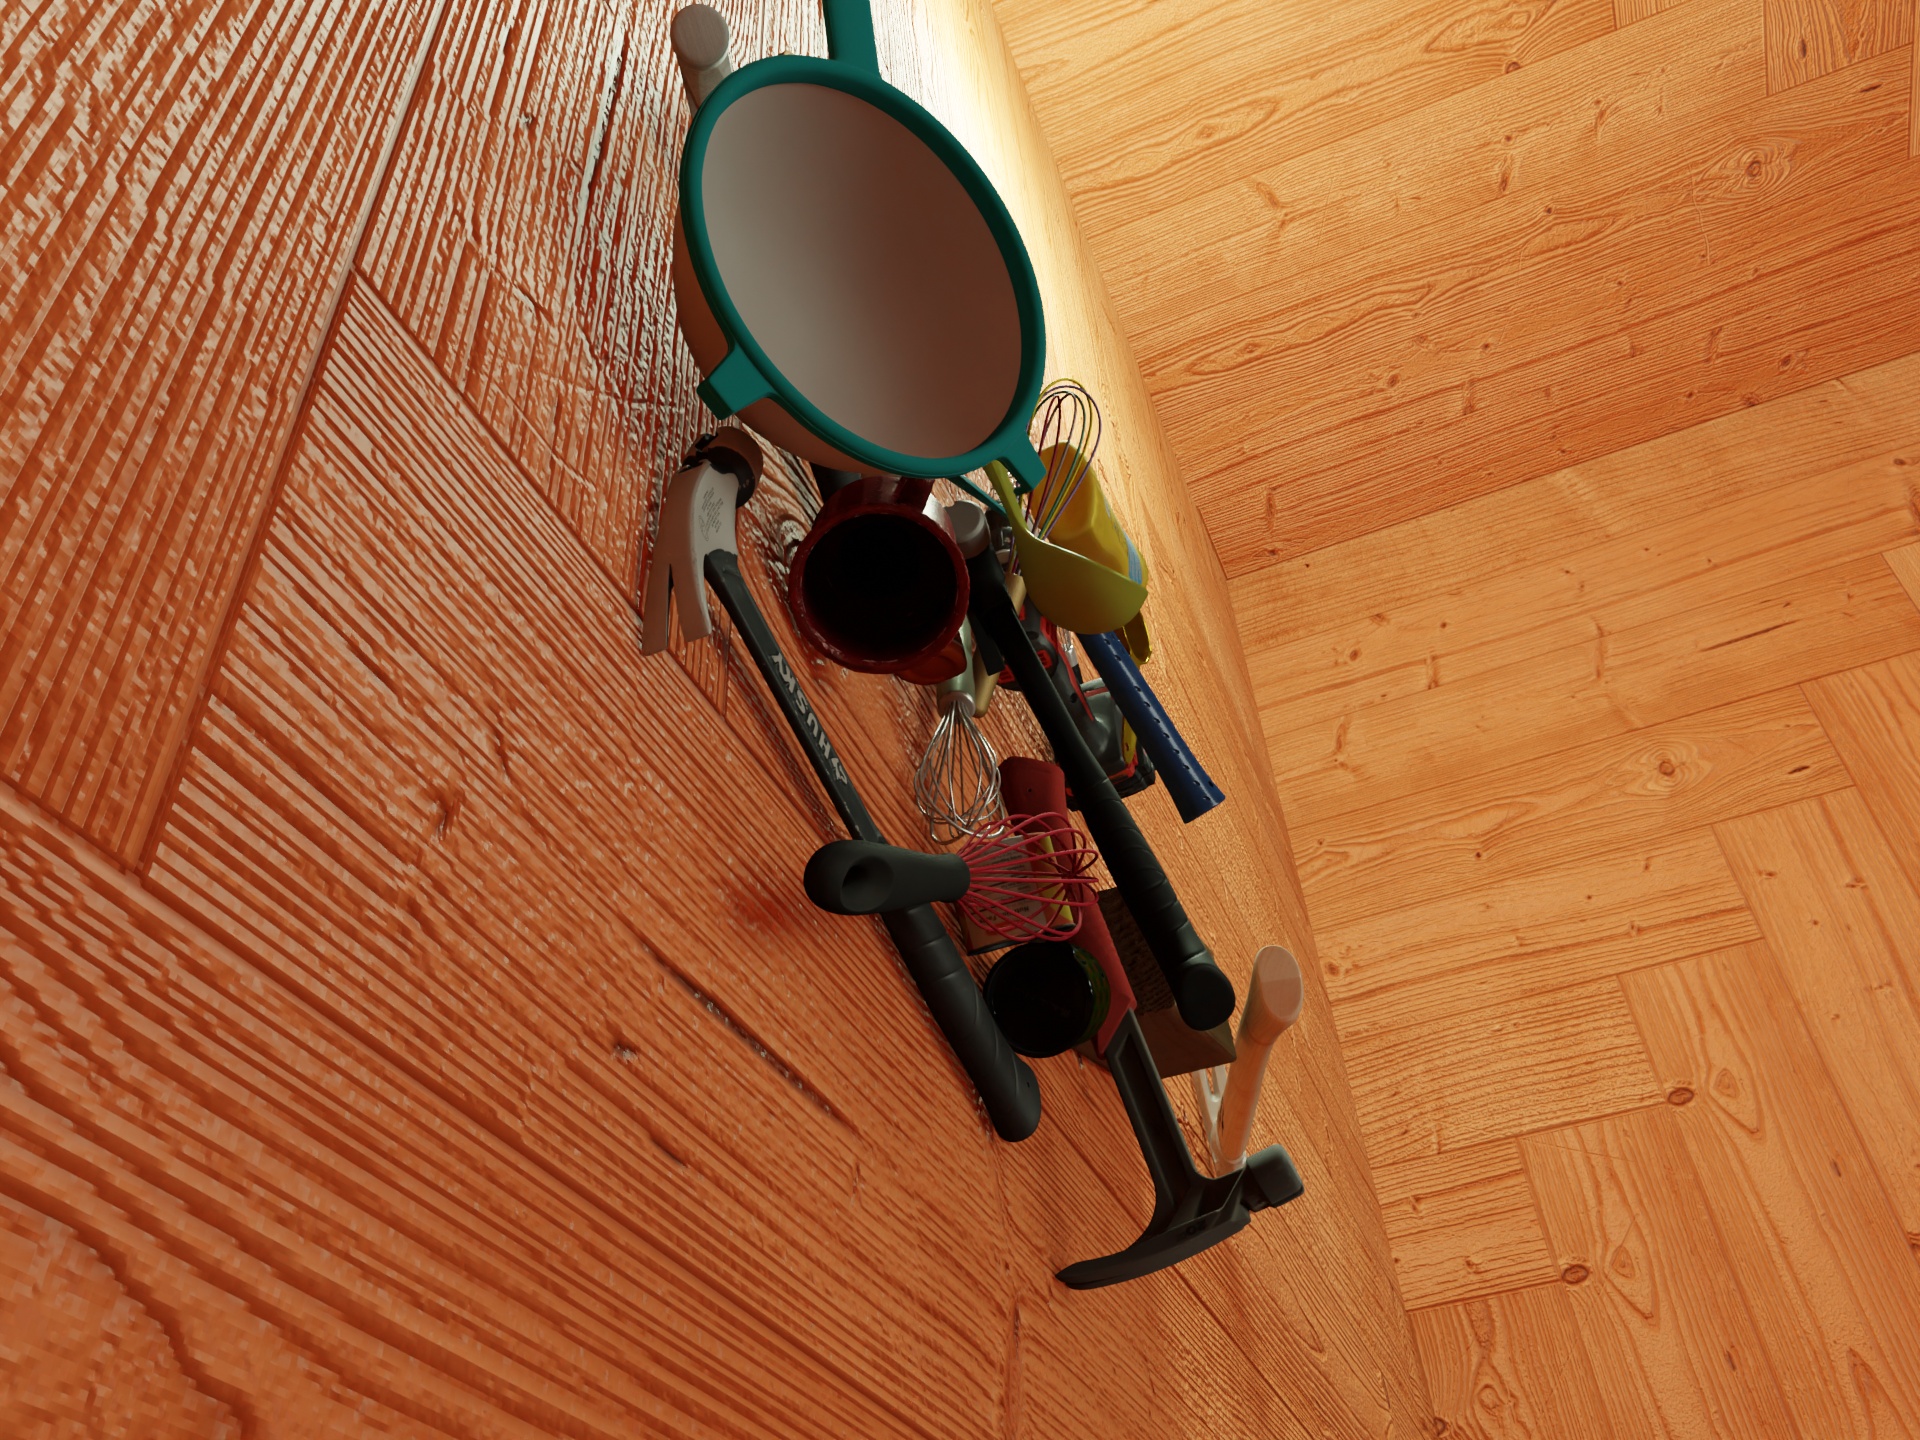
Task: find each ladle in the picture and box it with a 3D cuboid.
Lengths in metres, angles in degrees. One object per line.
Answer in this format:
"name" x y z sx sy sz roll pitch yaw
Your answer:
"ladle" 0.014 -0.191 0.956 0.320 0.062 0.078 63 7 9

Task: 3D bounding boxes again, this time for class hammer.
"hammer" 0.227 0.271 1.276 0.410 0.038 0.146 85 -4 -57
"hammer" -0.044 0.063 0.781 0.149 0.036 0.408 -83 151 -56
"hammer" 0.071 0.030 0.927 0.146 0.035 0.335 67 -3 -58
"hammer" 0.079 0.169 1.009 0.036 0.149 0.359 55 11 -50
"hammer" -0.094 -0.213 0.883 0.128 0.033 0.331 -121 -167 -75
"hammer" 0.069 -0.104 1.165 0.405 0.035 0.144 58 27 3

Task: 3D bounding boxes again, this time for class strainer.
"strainer" -0.071 -0.264 0.791 0.210 0.095 0.341 7 69 -40

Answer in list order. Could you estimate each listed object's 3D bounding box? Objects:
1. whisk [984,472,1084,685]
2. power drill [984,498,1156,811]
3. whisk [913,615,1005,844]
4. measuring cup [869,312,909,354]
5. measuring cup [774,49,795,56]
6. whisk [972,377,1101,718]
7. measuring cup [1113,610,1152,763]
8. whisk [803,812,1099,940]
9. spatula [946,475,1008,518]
"whisk" 0.080 -0.084 1.377 0.070 0.070 0.284 -71 146 -66
"power drill" 0.075 -0.055 1.280 0.226 0.080 0.188 55 22 -41
"whisk" -0.002 -0.003 0.994 0.059 0.057 0.247 27 28 -18
"measuring cup" -0.059 -0.191 0.929 0.083 0.038 0.167 69 -22 6
"measuring cup" -0.103 -0.327 0.993 0.095 0.052 0.174 14 61 -73
"whisk" 0.040 -0.121 1.092 0.047 0.051 0.245 29 78 -64
"measuring cup" 0.124 -0.029 1.250 0.062 0.029 0.157 48 38 -42
"whisk" 0.002 0.075 0.767 0.295 0.073 0.073 12 61 -66
"spatula" -0.040 -0.252 1.079 0.082 0.044 0.318 30 34 -51
